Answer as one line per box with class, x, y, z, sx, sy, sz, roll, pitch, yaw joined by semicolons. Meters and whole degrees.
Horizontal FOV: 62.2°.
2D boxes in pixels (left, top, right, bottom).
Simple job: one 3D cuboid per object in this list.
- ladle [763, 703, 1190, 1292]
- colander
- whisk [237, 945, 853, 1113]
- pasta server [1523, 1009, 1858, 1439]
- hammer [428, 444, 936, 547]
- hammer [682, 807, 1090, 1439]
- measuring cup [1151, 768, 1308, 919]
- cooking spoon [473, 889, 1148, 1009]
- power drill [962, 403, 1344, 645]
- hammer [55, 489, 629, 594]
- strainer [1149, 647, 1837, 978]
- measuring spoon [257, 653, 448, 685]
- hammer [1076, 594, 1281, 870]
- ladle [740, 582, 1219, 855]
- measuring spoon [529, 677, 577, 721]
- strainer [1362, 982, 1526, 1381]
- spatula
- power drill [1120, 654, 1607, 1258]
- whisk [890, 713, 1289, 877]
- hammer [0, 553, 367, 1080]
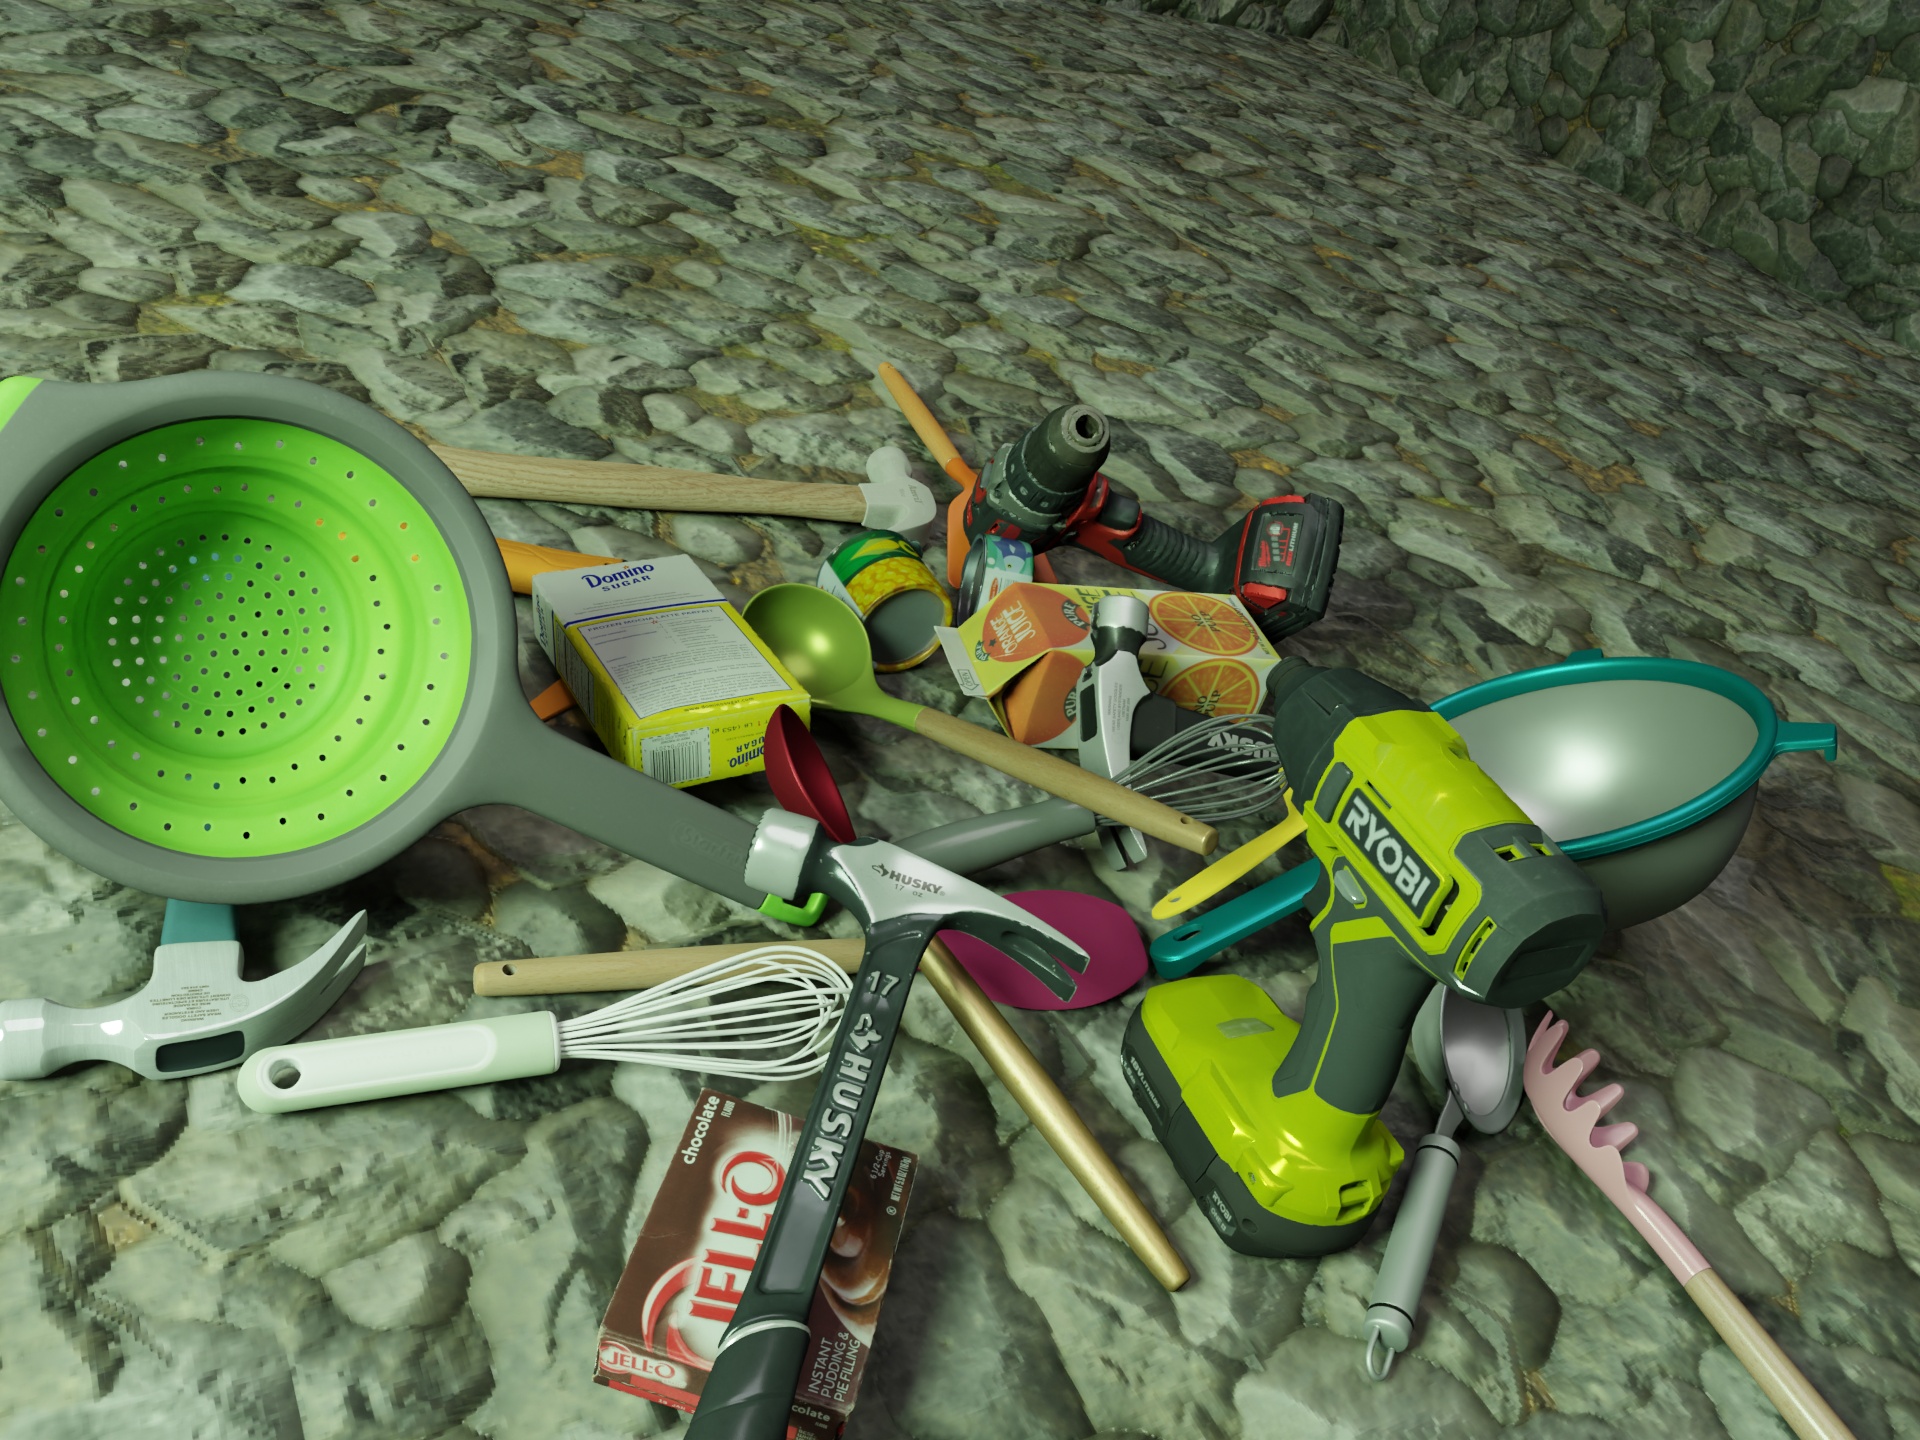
ladle;-0.003;0.115;0.700;0.316;0.031;0.069;51;2;24
colander;-0.232;0.001;0.686;0.396;0.204;0.094;29;-11;-30
whisk;-0.156;0.128;0.639;0.246;0.059;0.058;-4;67;-22
pasta server;0.341;0.258;0.681;0.060;0.040;0.317;31;20;-44
hammer;-0.173;-0.147;1.032;0.331;0.031;0.130;2;37;-21
hammer;-0.055;0.193;0.533;0.149;0.036;0.409;18;41;0
measuring cup;0.156;0.051;0.822;0.156;0.029;0.062;-31;21;-20
cooking spoon;-0.057;0.109;0.729;0.318;0.017;0.069;-1;49;-22
power drill;0.124;-0.126;1.000;0.226;0.188;0.080;17;75;-11
hammer;-0.354;-0.106;0.891;0.336;0.034;0.127;9;36;-12
strainer;0.261;0.080;0.822;0.340;0.095;0.211;-25;20;-8
measuring spoon;-0.303;-0.033;0.824;0.124;0.018;0.034;-7;41;-29
hammer;0.219;0.038;0.905;0.334;0.035;0.146;14;68;-20
ladle;-0.001;-0.003;0.807;0.078;0.062;0.320;-31;38;-35
measuring spoon;-0.209;-0.019;0.851;0.021;0.011;0.117;27;35;14
strainer;0.215;0.190;0.719;0.050;0.086;0.258;-16;22;37
spatula;-0.014;-0.189;1.171;0.081;0.041;0.323;0;34;-22
power drill;0.149;0.097;0.656;0.080;0.223;0.171;-3;39;-28
whisk;0.063;0.046;0.795;0.239;0.055;0.055;-16;42;-8
hammer;-0.337;0.022;0.712;0.128;0.033;0.331;1;39;-23
